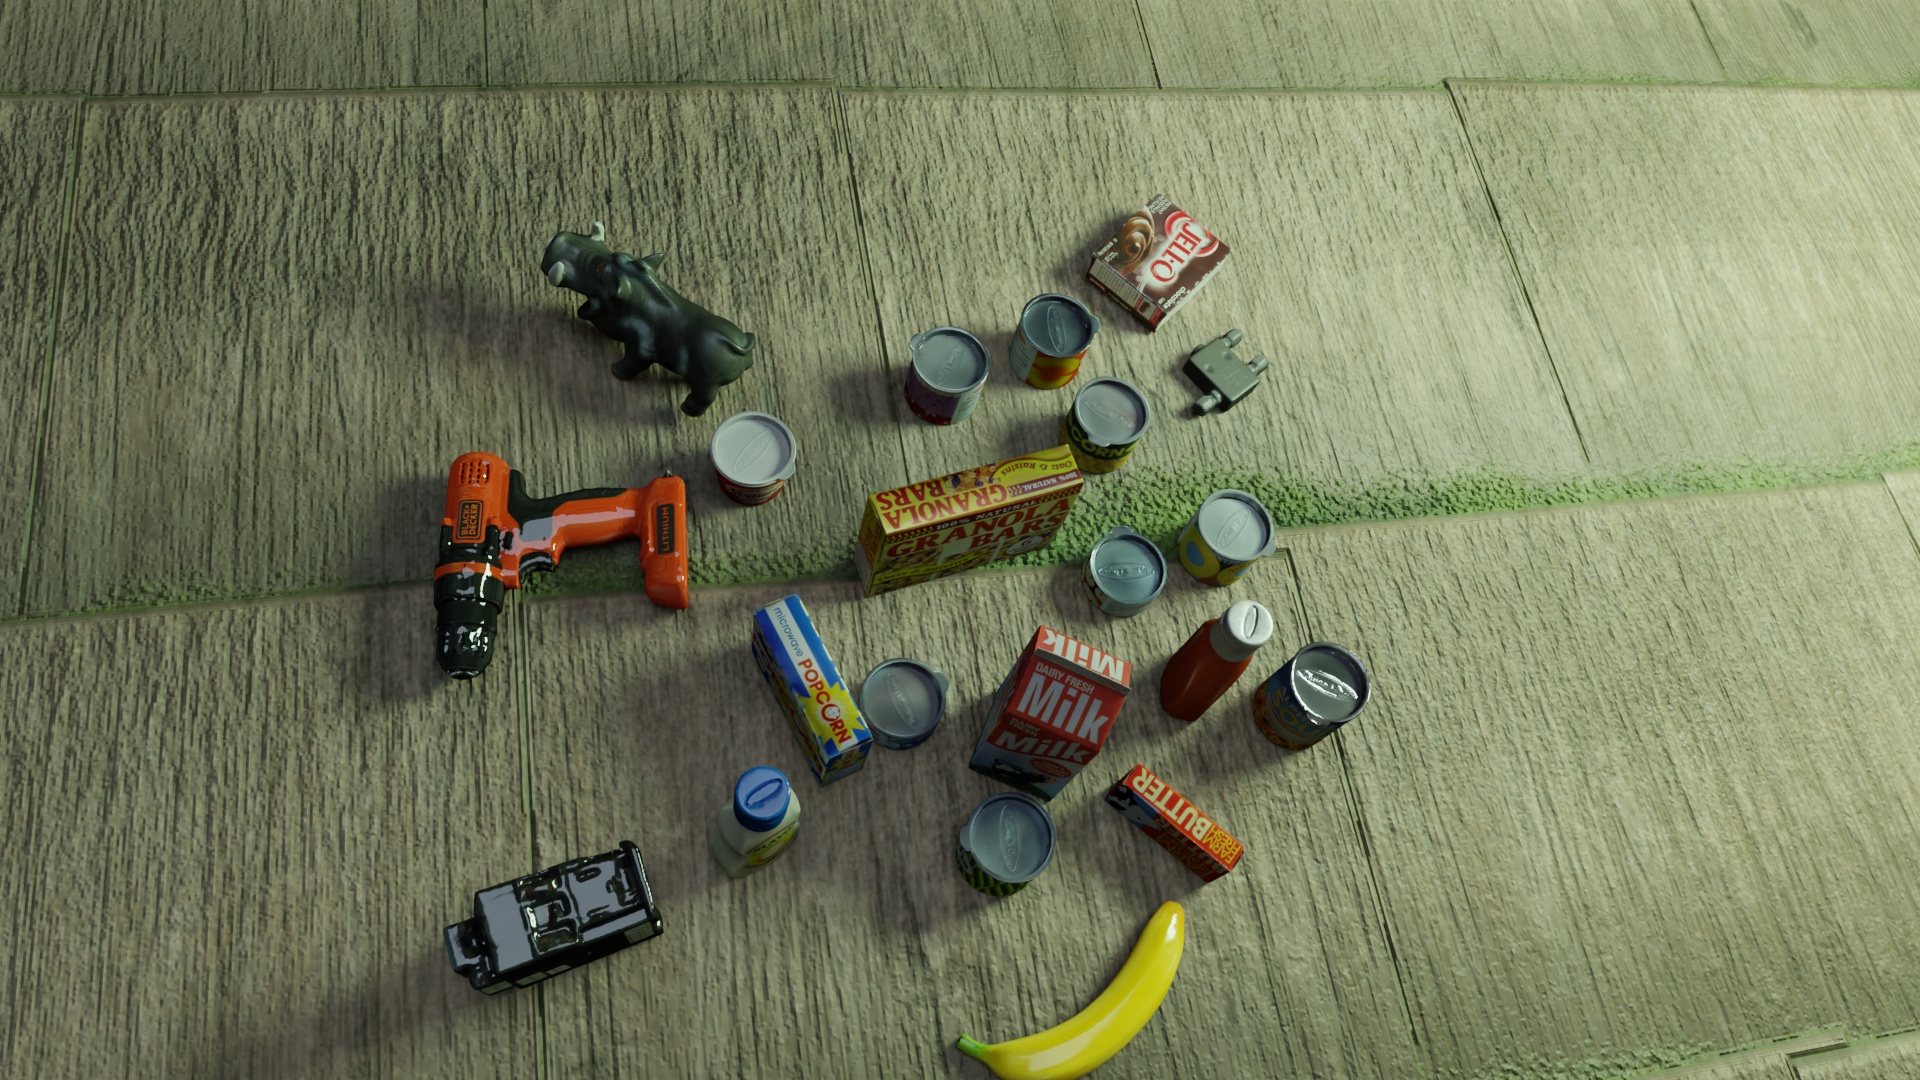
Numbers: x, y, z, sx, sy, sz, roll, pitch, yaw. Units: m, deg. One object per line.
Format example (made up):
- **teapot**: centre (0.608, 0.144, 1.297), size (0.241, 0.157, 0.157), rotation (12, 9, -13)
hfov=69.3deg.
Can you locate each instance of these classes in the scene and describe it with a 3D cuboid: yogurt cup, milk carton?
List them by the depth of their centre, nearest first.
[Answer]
- **milk carton**: centre (0.066, 0.123, 1.010), size (0.072, 0.189, 0.074), rotation (23, 64, 0)
- **yogurt cup**: centre (-0.169, -0.064, 1.129), size (0.072, 0.053, 0.072), rotation (4, 65, -9)

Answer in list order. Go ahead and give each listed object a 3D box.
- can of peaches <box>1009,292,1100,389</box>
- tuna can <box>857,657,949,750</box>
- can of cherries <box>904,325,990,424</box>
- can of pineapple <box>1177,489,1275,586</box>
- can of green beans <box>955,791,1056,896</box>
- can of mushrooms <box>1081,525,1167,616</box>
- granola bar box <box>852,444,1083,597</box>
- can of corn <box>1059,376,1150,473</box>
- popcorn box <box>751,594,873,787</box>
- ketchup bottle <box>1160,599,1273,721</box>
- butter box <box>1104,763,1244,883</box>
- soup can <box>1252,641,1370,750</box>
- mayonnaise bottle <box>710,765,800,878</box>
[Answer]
- **can of peaches**: centre (0.082, -0.175, 1.227), size (0.071, 0.057, 0.071), rotation (4, 65, -9)
- **tuna can**: centre (-0.044, 0.126, 1.075), size (0.071, 0.032, 0.071), rotation (4, 65, -9)
- **can of cherries**: centre (-0.014, -0.143, 1.193), size (0.071, 0.058, 0.072), rotation (4, 65, -9)
- **can of pineapple**: centre (0.224, 0.000, 1.171), size (0.071, 0.057, 0.071), rotation (4, 65, -9)
- **can of green beans**: centre (0.032, 0.226, 1.029), size (0.071, 0.057, 0.071), rotation (4, 65, -9)
- **can of mushrooms**: centre (0.136, 0.026, 1.156), size (0.071, 0.033, 0.071), rotation (4, 65, -9)
- **granola bar box**: centre (0.004, -0.014, 1.099), size (0.166, 0.123, 0.039), rotation (-15, 69, -17)
- **can of corn**: centre (0.122, -0.097, 1.197), size (0.071, 0.058, 0.071), rotation (4, 65, -9)
- **popcorn box**: centre (-0.113, 0.113, 1.039), size (0.038, 0.085, 0.127), rotation (-24, 72, -20)
- **ketchup bottle**: centre (0.197, 0.089, 1.074), size (0.043, 0.148, 0.065), rotation (20, 64, -1)
- **butter box**: centre (0.163, 0.216, 1.061), size (0.103, 0.053, 0.024), rotation (38, 65, 8)
- **soup can**: centre (0.277, 0.127, 1.107), size (0.071, 0.083, 0.071), rotation (4, 65, -9)
- **mayonnaise bottle**: centre (-0.140, 0.193, 0.961), size (0.065, 0.147, 0.041), rotation (-31, 75, -22)
